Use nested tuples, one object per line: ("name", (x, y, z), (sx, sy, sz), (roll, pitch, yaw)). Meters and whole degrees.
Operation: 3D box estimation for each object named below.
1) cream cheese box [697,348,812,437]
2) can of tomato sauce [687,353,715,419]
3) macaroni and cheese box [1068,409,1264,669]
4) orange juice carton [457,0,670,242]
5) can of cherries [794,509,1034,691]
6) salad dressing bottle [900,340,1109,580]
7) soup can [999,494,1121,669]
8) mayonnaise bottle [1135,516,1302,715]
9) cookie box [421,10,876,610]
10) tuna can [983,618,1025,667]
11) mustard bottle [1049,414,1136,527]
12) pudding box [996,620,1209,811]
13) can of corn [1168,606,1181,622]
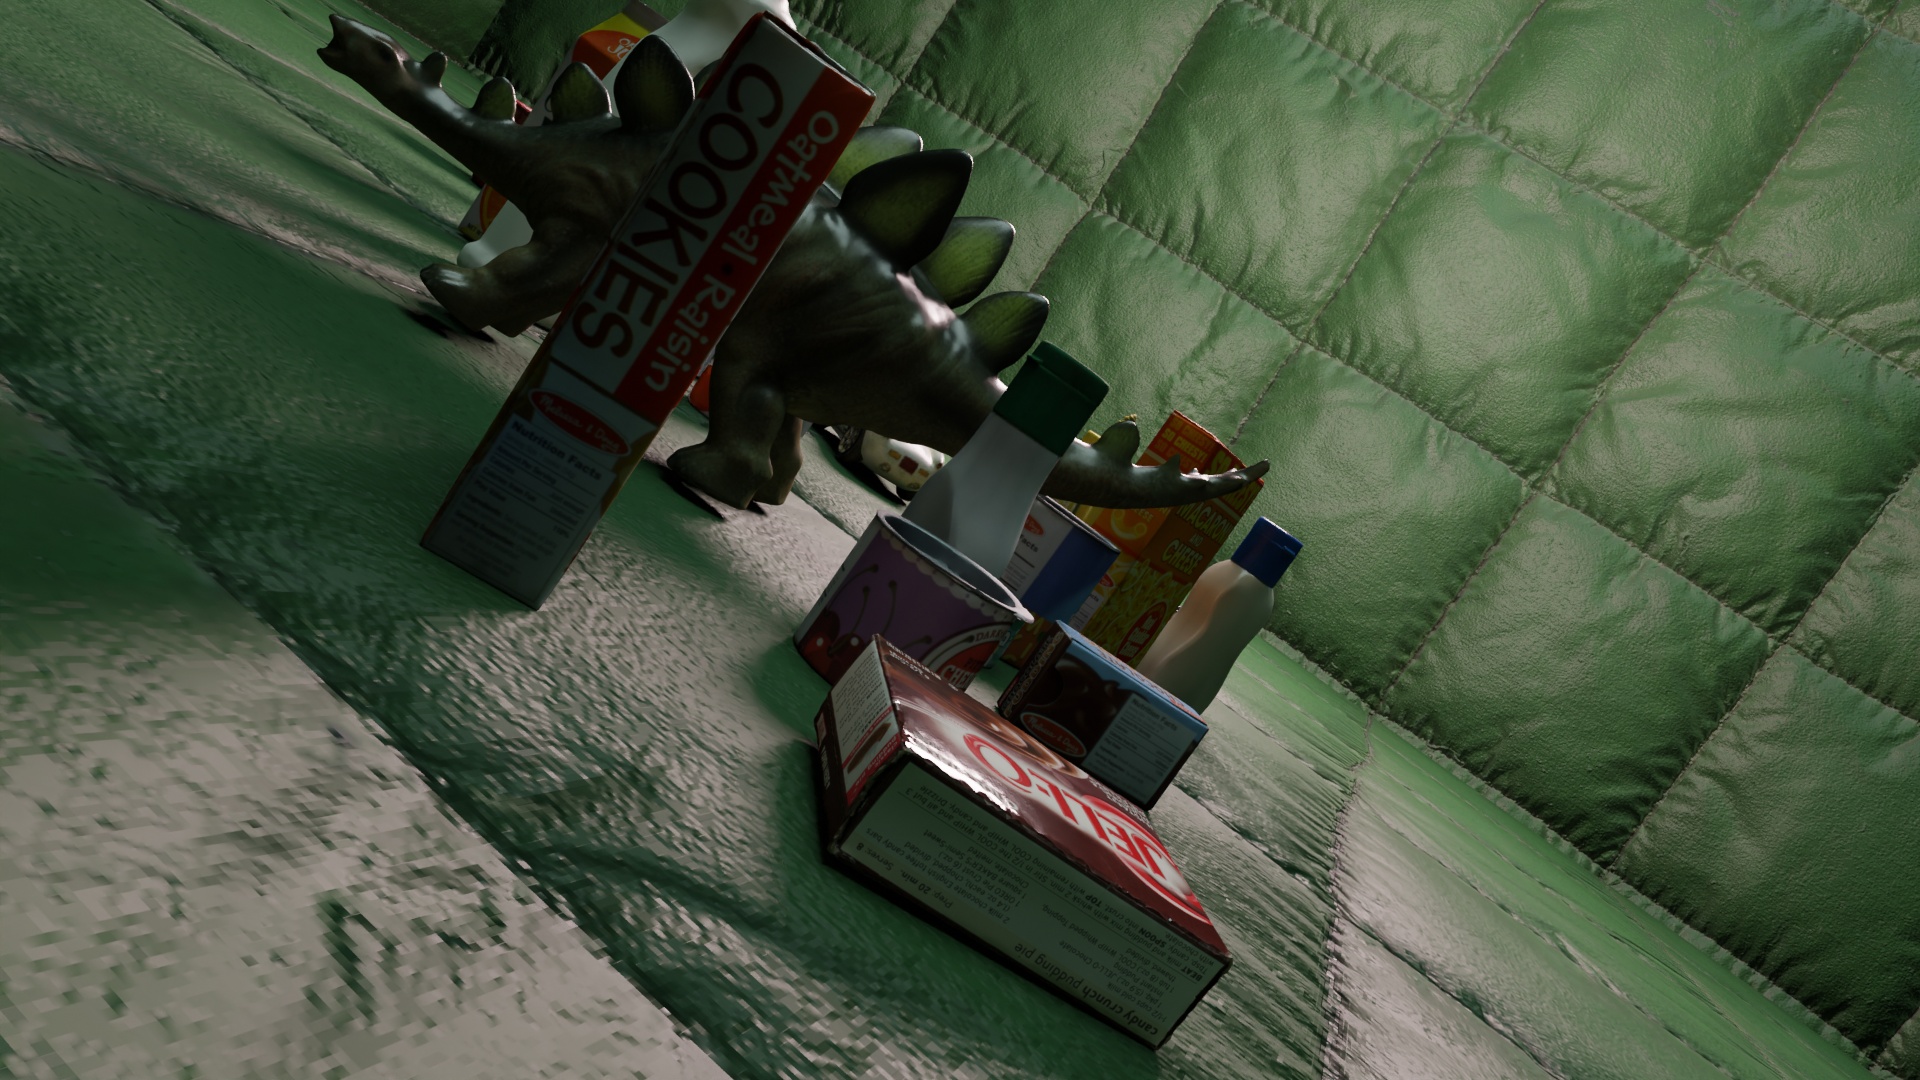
("cream cheese box", (-0.144, -0.122, 1.023), (0.103, 0.053, 0.024), (30, 8, -38))
("can of tomato sauce", (-0.123, -0.106, 0.879), (0.071, 0.083, 0.071), (34, 6, -4))
("macaroni and cheese box", (0.117, 0.011, 0.869), (0.040, 0.166, 0.123), (38, 7, 26))
("orange juice carton", (-0.241, -0.261, 0.922), (0.072, 0.192, 0.073), (35, 6, 1))
("can of cherries", (-0.018, 0.032, 0.518), (0.071, 0.058, 0.071), (34, 6, -4))
("salad dressing bottle", (0.008, -0.016, 0.599), (0.044, 0.147, 0.064), (32, 7, -30))
("soup can", (0.040, 0.022, 0.768), (0.071, 0.083, 0.071), (34, 6, -4))
("mayonnaise bottle", (0.182, 0.053, 0.974), (0.064, 0.148, 0.041), (31, 7, -32))
("cookie box", (-0.094, -0.074, 0.421), (0.040, 0.167, 0.123), (33, 6, -17))
("tuna can", (0.000, 0.034, 0.704), (0.071, 0.033, 0.071), (34, 6, -4))
("mustard bottle", (0.089, -0.038, 1.107), (0.065, 0.160, 0.049), (38, 6, 25))
("pudding box", (0.064, 0.079, 0.628), (0.083, 0.049, 0.030), (33, 6, -17))
("can of corn", (0.154, 0.079, 1.042), (0.071, 0.058, 0.071), (34, 6, -4))
